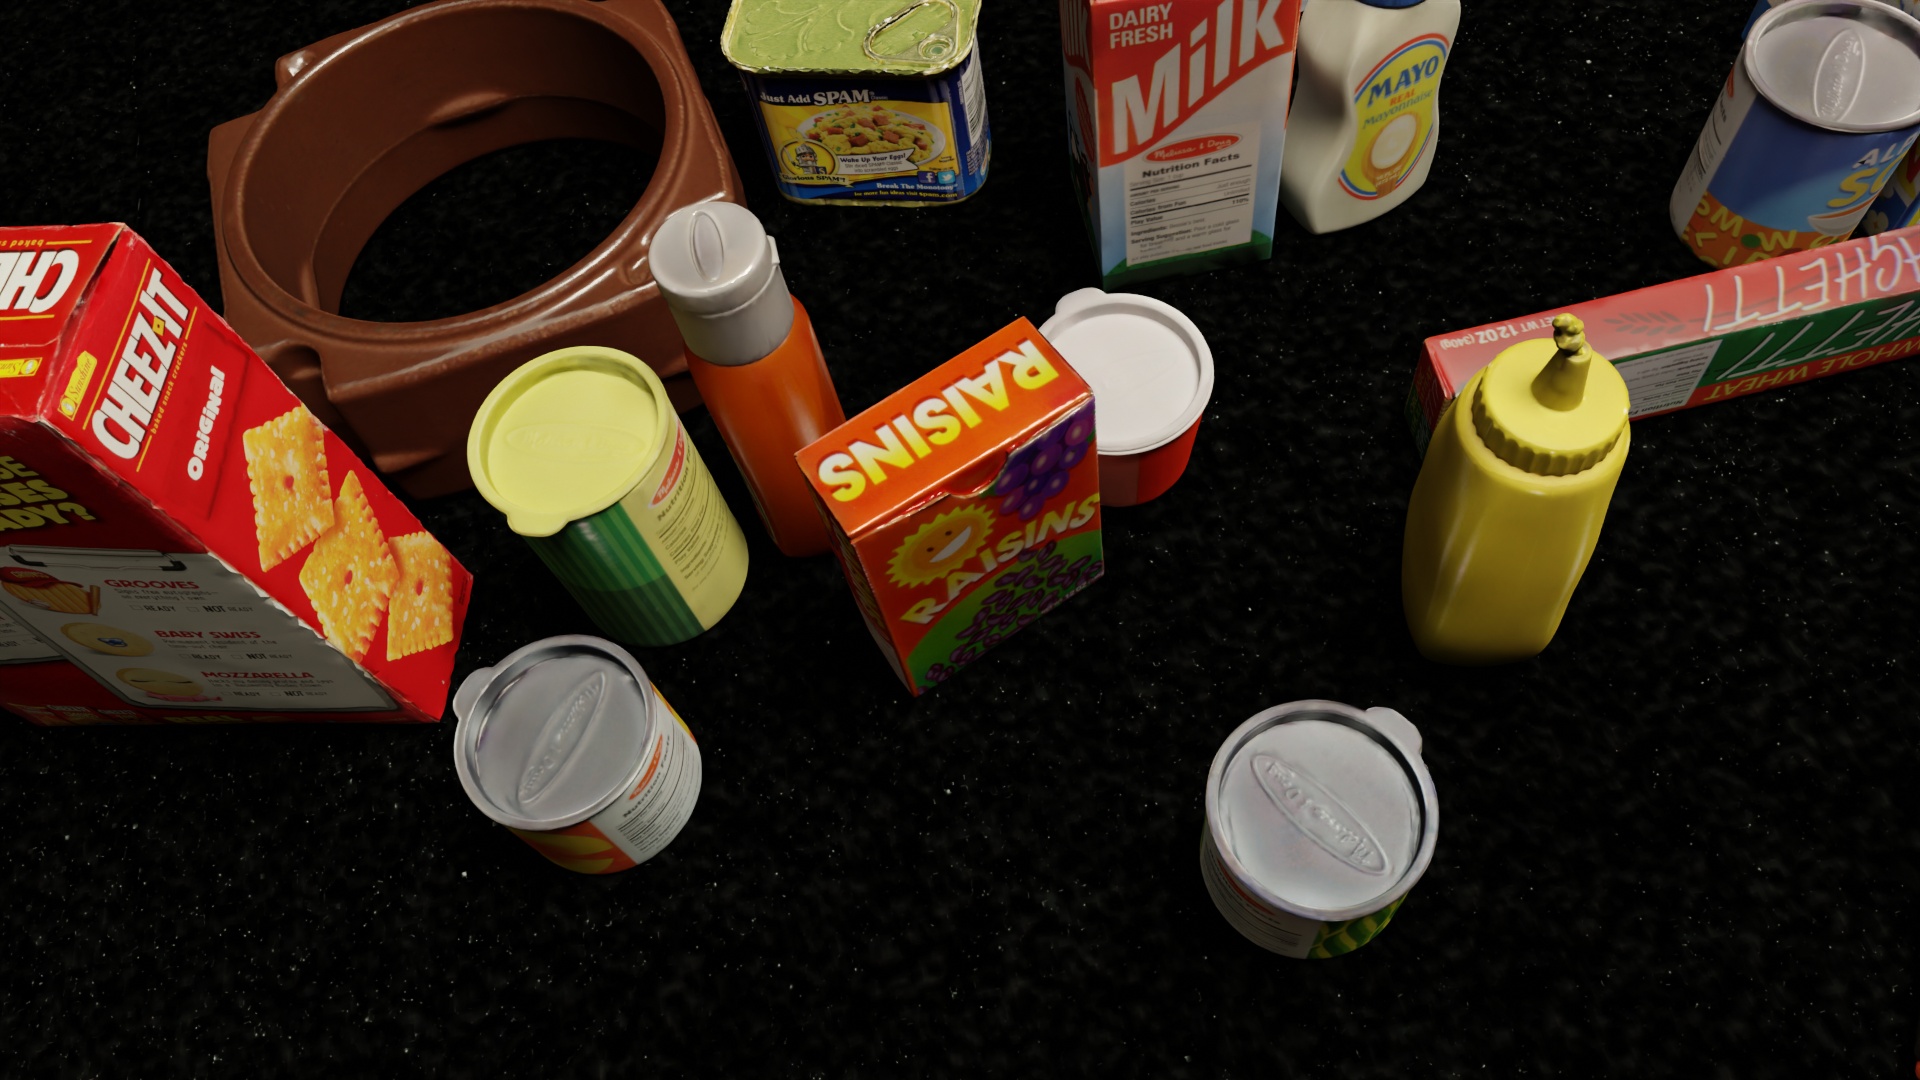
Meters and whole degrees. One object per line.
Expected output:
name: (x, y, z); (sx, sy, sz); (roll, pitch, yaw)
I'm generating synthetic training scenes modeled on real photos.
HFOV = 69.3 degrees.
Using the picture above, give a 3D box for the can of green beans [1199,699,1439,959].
can of green beans: (0.108, 0.090, 0.428); (0.071, 0.057, 0.071); (-3, 61, 6)

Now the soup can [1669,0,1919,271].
soup can: (0.314, -0.146, 0.516); (0.071, 0.083, 0.071); (-3, 61, 6)

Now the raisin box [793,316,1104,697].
raisin box: (0.002, -0.006, 0.456); (0.086, 0.123, 0.040); (-31, 62, -10)

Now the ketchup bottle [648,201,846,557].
ketchup bottle: (-0.066, -0.053, 0.477); (0.043, 0.148, 0.065); (-15, 61, -1)

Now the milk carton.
milk carton: (0.077, -0.183, 0.506); (0.073, 0.189, 0.072); (-11, 61, 1)

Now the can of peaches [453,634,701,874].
can of peaches: (-0.128, 0.072, 0.468); (0.071, 0.057, 0.071); (-3, 61, 6)

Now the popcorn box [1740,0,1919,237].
popcorn box: (0.359, -0.186, 0.531); (0.038, 0.085, 0.127); (-12, 61, 1)

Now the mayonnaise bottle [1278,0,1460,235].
mayonnaise bottle: (0.155, -0.181, 0.519); (0.065, 0.147, 0.041); (-27, 62, -7)

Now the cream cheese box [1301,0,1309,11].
cream cheese box: (0.167, -0.271, 0.620); (0.104, 0.053, 0.024); (-26, 62, -7)

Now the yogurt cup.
yogurt cup: (0.058, -0.048, 0.512); (0.072, 0.053, 0.073); (-3, 61, 6)

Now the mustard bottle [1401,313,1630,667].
mustard bottle: (0.168, -0.015, 0.419); (0.049, 0.159, 0.065); (1, 62, 8)

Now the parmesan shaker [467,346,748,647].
parmesan shaker: (-0.120, -0.009, 0.485); (0.071, 0.102, 0.071); (-3, 61, 6)

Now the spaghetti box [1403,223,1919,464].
spaghetti box: (0.287, -0.076, 0.500); (0.250, 0.050, 0.029); (-13, 61, 0)
